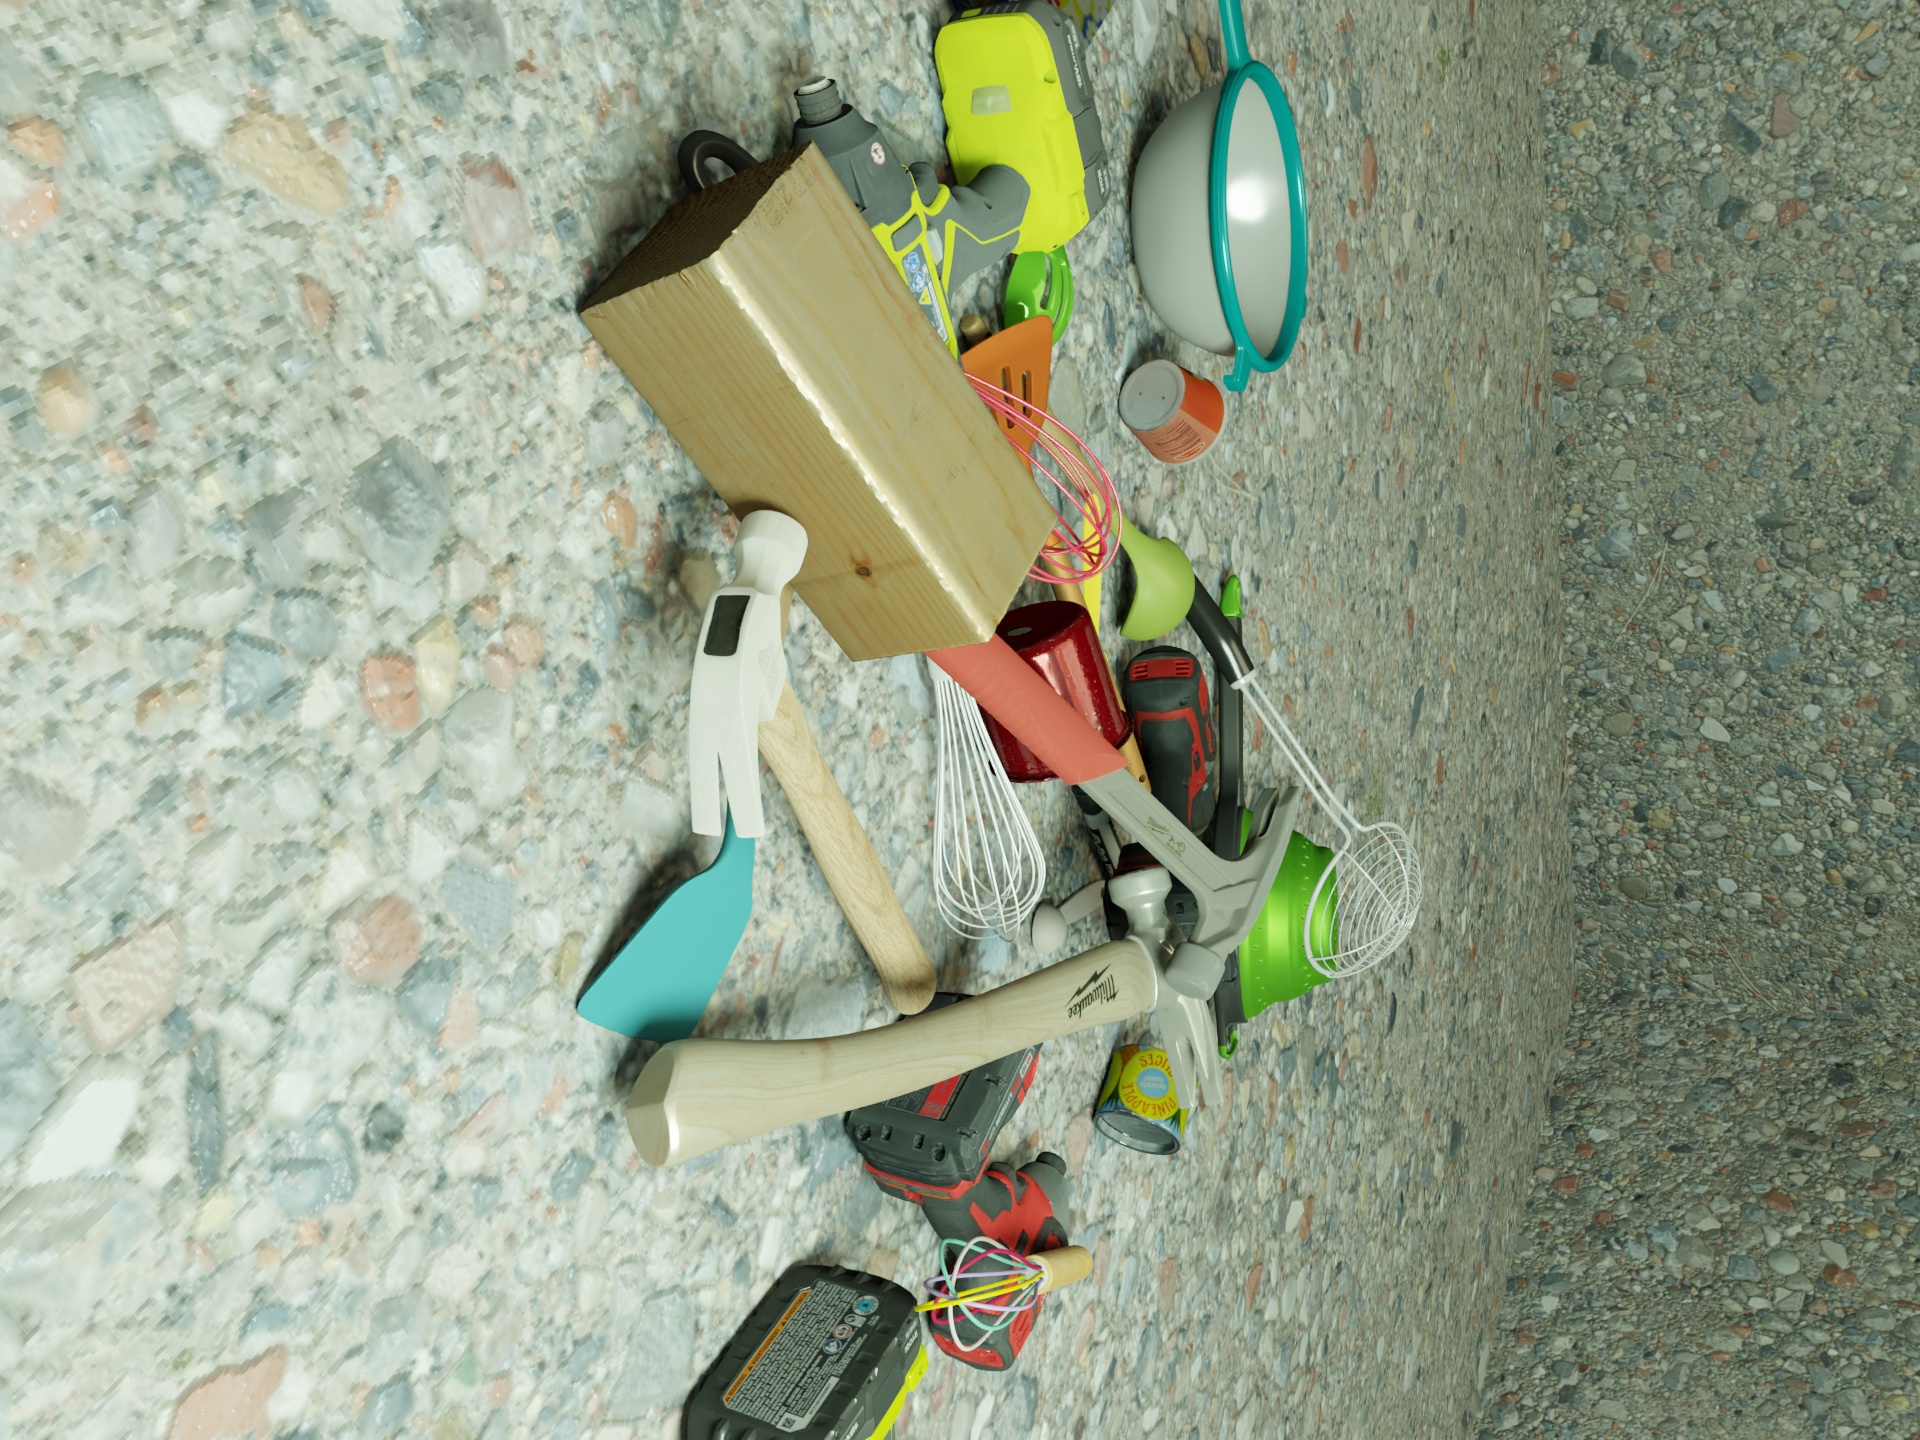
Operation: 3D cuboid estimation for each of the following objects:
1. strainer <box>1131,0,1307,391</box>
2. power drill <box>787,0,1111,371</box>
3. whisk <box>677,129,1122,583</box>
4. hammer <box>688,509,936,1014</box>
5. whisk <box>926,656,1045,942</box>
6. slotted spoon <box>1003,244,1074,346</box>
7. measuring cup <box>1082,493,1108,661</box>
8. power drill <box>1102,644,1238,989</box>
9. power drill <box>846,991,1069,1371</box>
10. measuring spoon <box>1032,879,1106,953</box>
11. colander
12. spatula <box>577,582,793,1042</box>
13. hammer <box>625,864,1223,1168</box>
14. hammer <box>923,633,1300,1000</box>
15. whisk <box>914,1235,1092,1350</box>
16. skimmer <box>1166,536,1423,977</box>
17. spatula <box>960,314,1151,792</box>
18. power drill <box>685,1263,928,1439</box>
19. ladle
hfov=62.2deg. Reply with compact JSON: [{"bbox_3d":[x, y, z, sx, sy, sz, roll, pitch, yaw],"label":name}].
[{"bbox_3d":[0.163,-0.409,1.111,0.211,0.095,0.340,-50,133,-50],"label":"strainer"},{"bbox_3d":[-0.008,-0.283,0.838,0.223,0.080,0.171,-54,139,-39],"label":"power drill"},{"bbox_3d":[-0.022,-0.167,0.763,0.295,0.073,0.073,42,54,-26],"label":"whisk"},{"bbox_3d":[-0.062,0.058,0.776,0.331,0.031,0.130,70,27,-51],"label":"hammer"},{"bbox_3d":[-0.001,-0.003,0.908,0.070,0.070,0.284,-36,120,-54],"label":"whisk"},{"bbox_3d":[0.058,-0.381,0.993,0.070,0.031,0.314,5,87,-58],"label":"slotted spoon"},{"bbox_3d":[0.075,-0.071,1.046,0.062,0.029,0.156,-21,116,-54],"label":"measuring cup"},{"bbox_3d":[0.155,0.083,1.141,0.187,0.080,0.227,72,19,-47],"label":"power drill"},{"bbox_3d":[0.015,0.271,0.951,0.143,0.078,0.219,-56,142,-42],"label":"power drill"},{"bbox_3d":[0.083,0.133,1.110,0.124,0.018,0.034,-20,111,-59],"label":"measuring spoon"},{"bbox_3d":[0.261,0.077,1.311,0.204,0.094,0.397,15,74,-75],"label":"colander"},{"bbox_3d":[-0.107,-0.009,0.749,0.082,0.044,0.318,36,57,-56],"label":"spatula"},{"bbox_3d":[0.004,0.172,0.824,0.410,0.038,0.146,-5,77,-49],"label":"hammer"},{"bbox_3d":[0.057,0.000,0.881,0.358,0.037,0.149,42,62,-26],"label":"hammer"},{"bbox_3d":[0.031,0.306,0.876,0.047,0.051,0.244,-44,157,4],"label":"whisk"},{"bbox_3d":[0.234,0.028,1.214,0.127,0.090,0.363,-33,89,-27],"label":"skimmer"},{"bbox_3d":[0.068,-0.087,0.990,0.081,0.041,0.322,-32,114,-23],"label":"spatula"},{"bbox_3d":[-0.070,0.419,0.815,0.190,0.080,0.228,-43,133,-52],"label":"power drill"},{"bbox_3d":[0.075,-0.155,1.048,0.319,0.062,0.078,45,63,-45],"label":"ladle"}]
